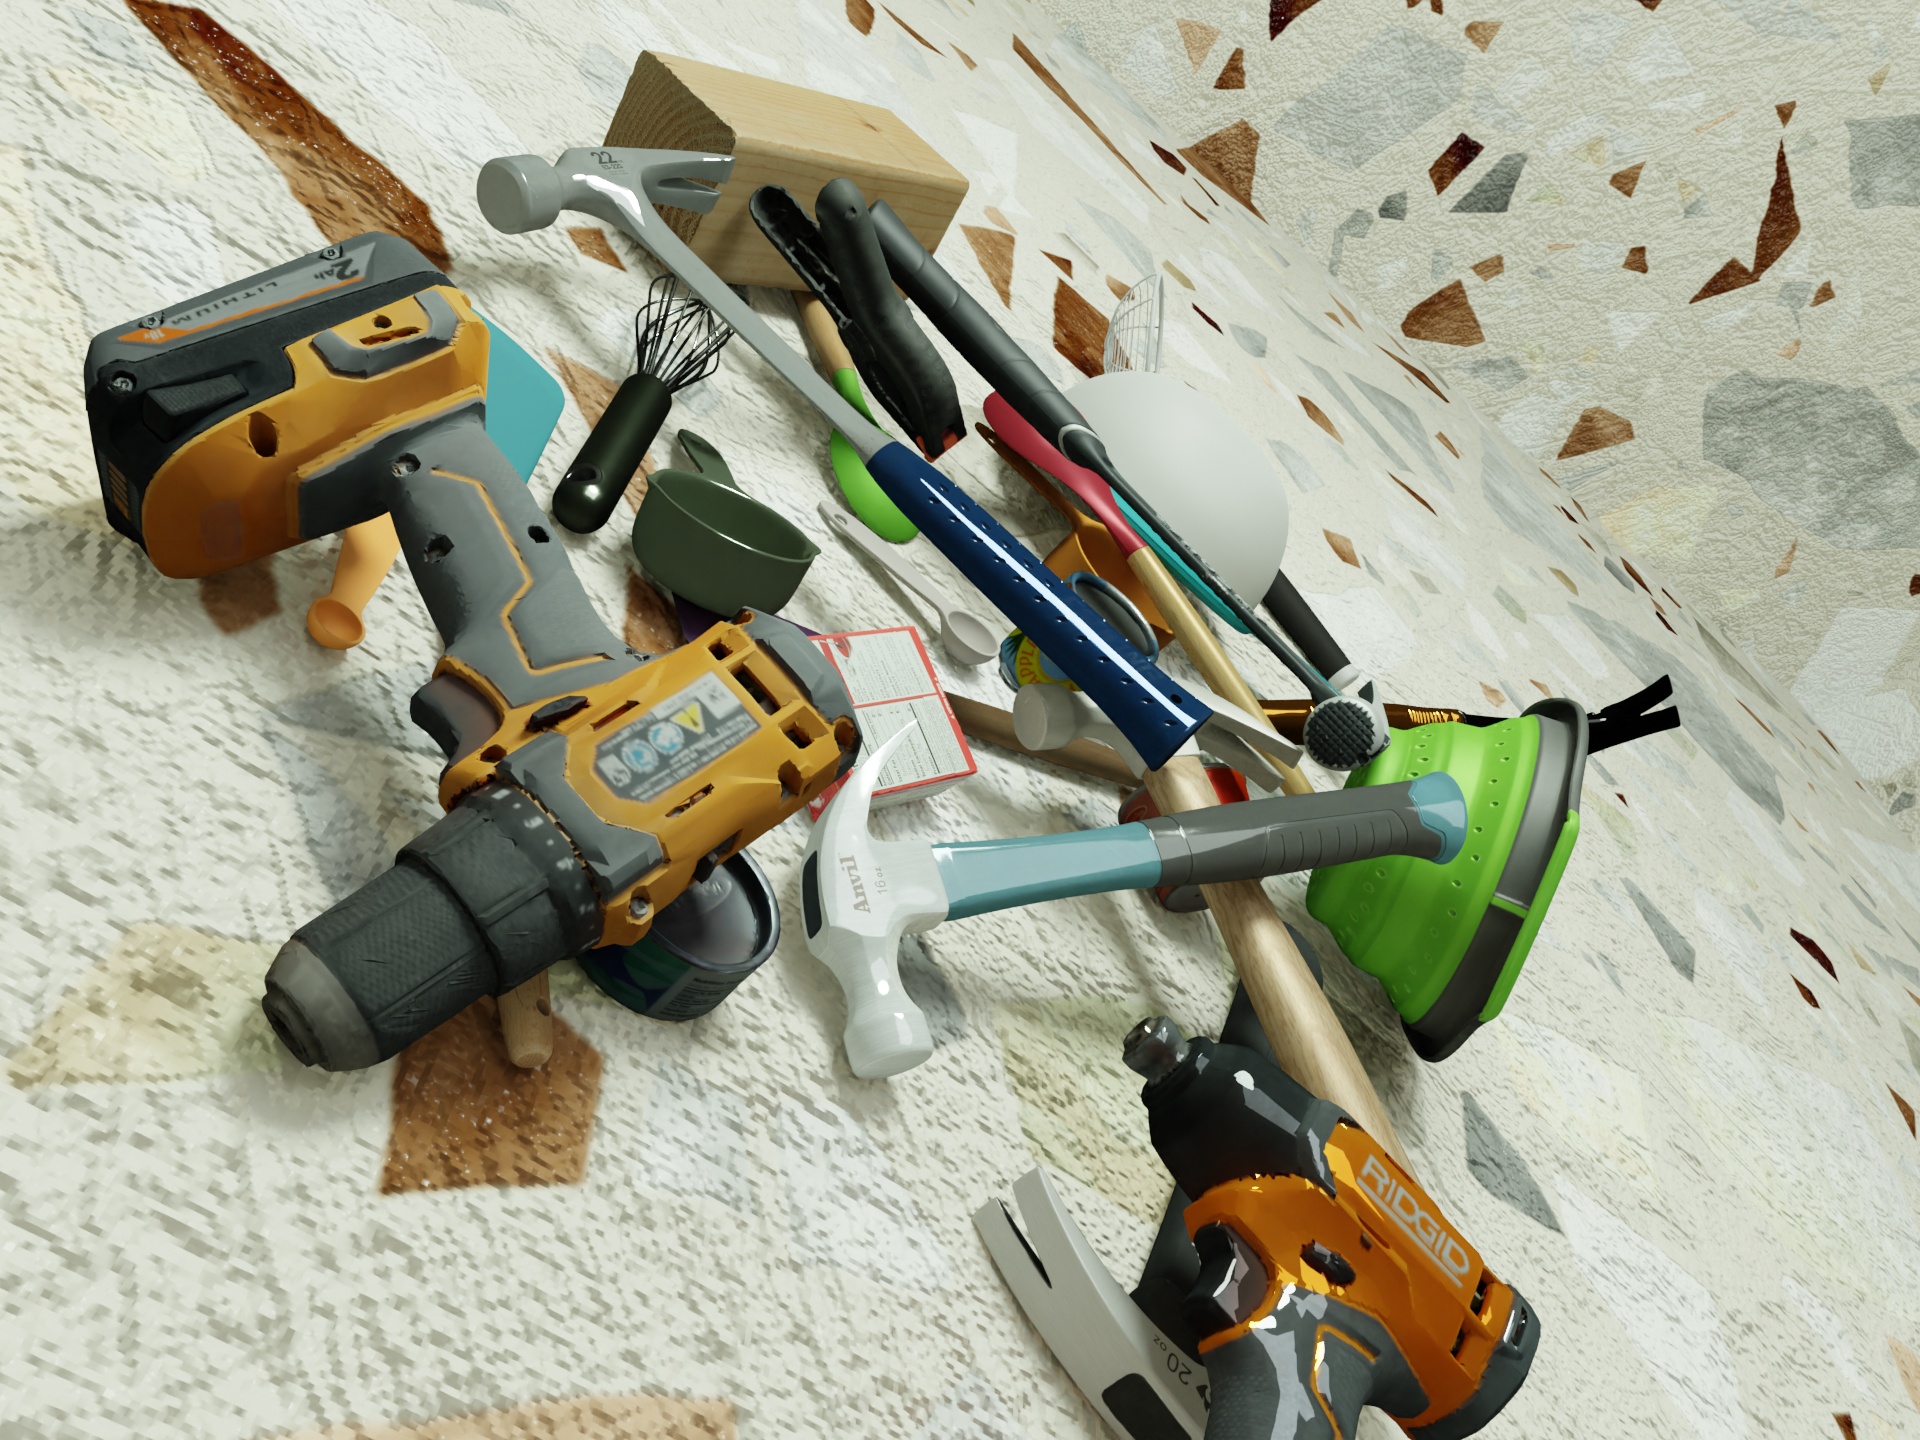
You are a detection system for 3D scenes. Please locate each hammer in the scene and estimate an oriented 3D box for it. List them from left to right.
[{"bbox_3d":[-0.040,-0.133,0.741,0.405,0.035,0.144,45,39,9],"label":"hammer"},{"bbox_3d":[0.080,-0.133,0.843,0.409,0.036,0.149,48,17,12],"label":"hammer"},{"bbox_3d":[0.087,0.055,0.654,0.331,0.033,0.128,-5,63,-31],"label":"hammer"},{"bbox_3d":[0.108,0.167,0.662,0.146,0.035,0.335,45,27,-1],"label":"hammer"},{"bbox_3d":[0.138,0.112,0.681,0.130,0.031,0.332,-4,54,-29],"label":"hammer"},{"bbox_3d":[0.281,0.002,0.979,0.336,0.127,0.034,1,74,-26],"label":"hammer"}]

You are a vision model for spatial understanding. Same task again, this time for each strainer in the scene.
[{"bbox_3d":[0.191,-0.117,1.043,0.340,0.095,0.211,42,12,-2],"label":"strainer"}]

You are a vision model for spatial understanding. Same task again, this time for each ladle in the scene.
[{"bbox_3d":[0.112,-0.072,0.889,0.069,0.031,0.315,-20,71,-42],"label":"ladle"}]

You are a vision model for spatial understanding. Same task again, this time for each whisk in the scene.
[{"bbox_3d":[-0.146,-0.155,0.747,0.058,0.059,0.247,0,36,7],"label":"whisk"}]

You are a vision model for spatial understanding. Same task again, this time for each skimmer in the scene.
[{"bbox_3d":[0.221,-0.189,1.244,0.363,0.090,0.127,57,-2,17],"label":"skimmer"}]

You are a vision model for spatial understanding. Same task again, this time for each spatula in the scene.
[{"bbox_3d":[-0.160,-0.027,0.549,0.082,0.044,0.318,39,24,-49],"label":"spatula"},{"bbox_3d":[-0.001,-0.002,0.761,0.315,0.018,0.060,18,35,-39],"label":"spatula"}]

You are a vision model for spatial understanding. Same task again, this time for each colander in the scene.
[{"bbox_3d":[0.260,0.063,0.926,0.094,0.204,0.397,22,8,8],"label":"colander"}]

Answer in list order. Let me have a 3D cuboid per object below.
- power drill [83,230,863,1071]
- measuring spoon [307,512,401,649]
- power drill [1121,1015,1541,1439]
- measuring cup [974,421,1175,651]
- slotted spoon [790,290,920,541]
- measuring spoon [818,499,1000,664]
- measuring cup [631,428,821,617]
[{"bbox_3d":[-0.165,-0.023,0.470,0.226,0.084,0.185,47,56,9],"label":"power drill"},{"bbox_3d":[-0.211,-0.059,0.562,0.021,0.011,0.117,39,24,-29],"label":"measuring spoon"},{"bbox_3d":[0.075,0.199,0.471,0.164,0.084,0.226,46,42,2],"label":"power drill"},{"bbox_3d":[0.055,-0.099,0.936,0.174,0.052,0.095,47,27,7],"label":"measuring cup"},{"bbox_3d":[-0.077,-0.220,0.947,0.070,0.031,0.314,22,34,-41],"label":"slotted spoon"},{"bbox_3d":[-0.031,-0.070,0.823,0.124,0.018,0.034,42,27,9],"label":"measuring spoon"},{"bbox_3d":[-0.116,-0.093,0.719,0.083,0.038,0.168,21,18,-27],"label":"measuring cup"}]
